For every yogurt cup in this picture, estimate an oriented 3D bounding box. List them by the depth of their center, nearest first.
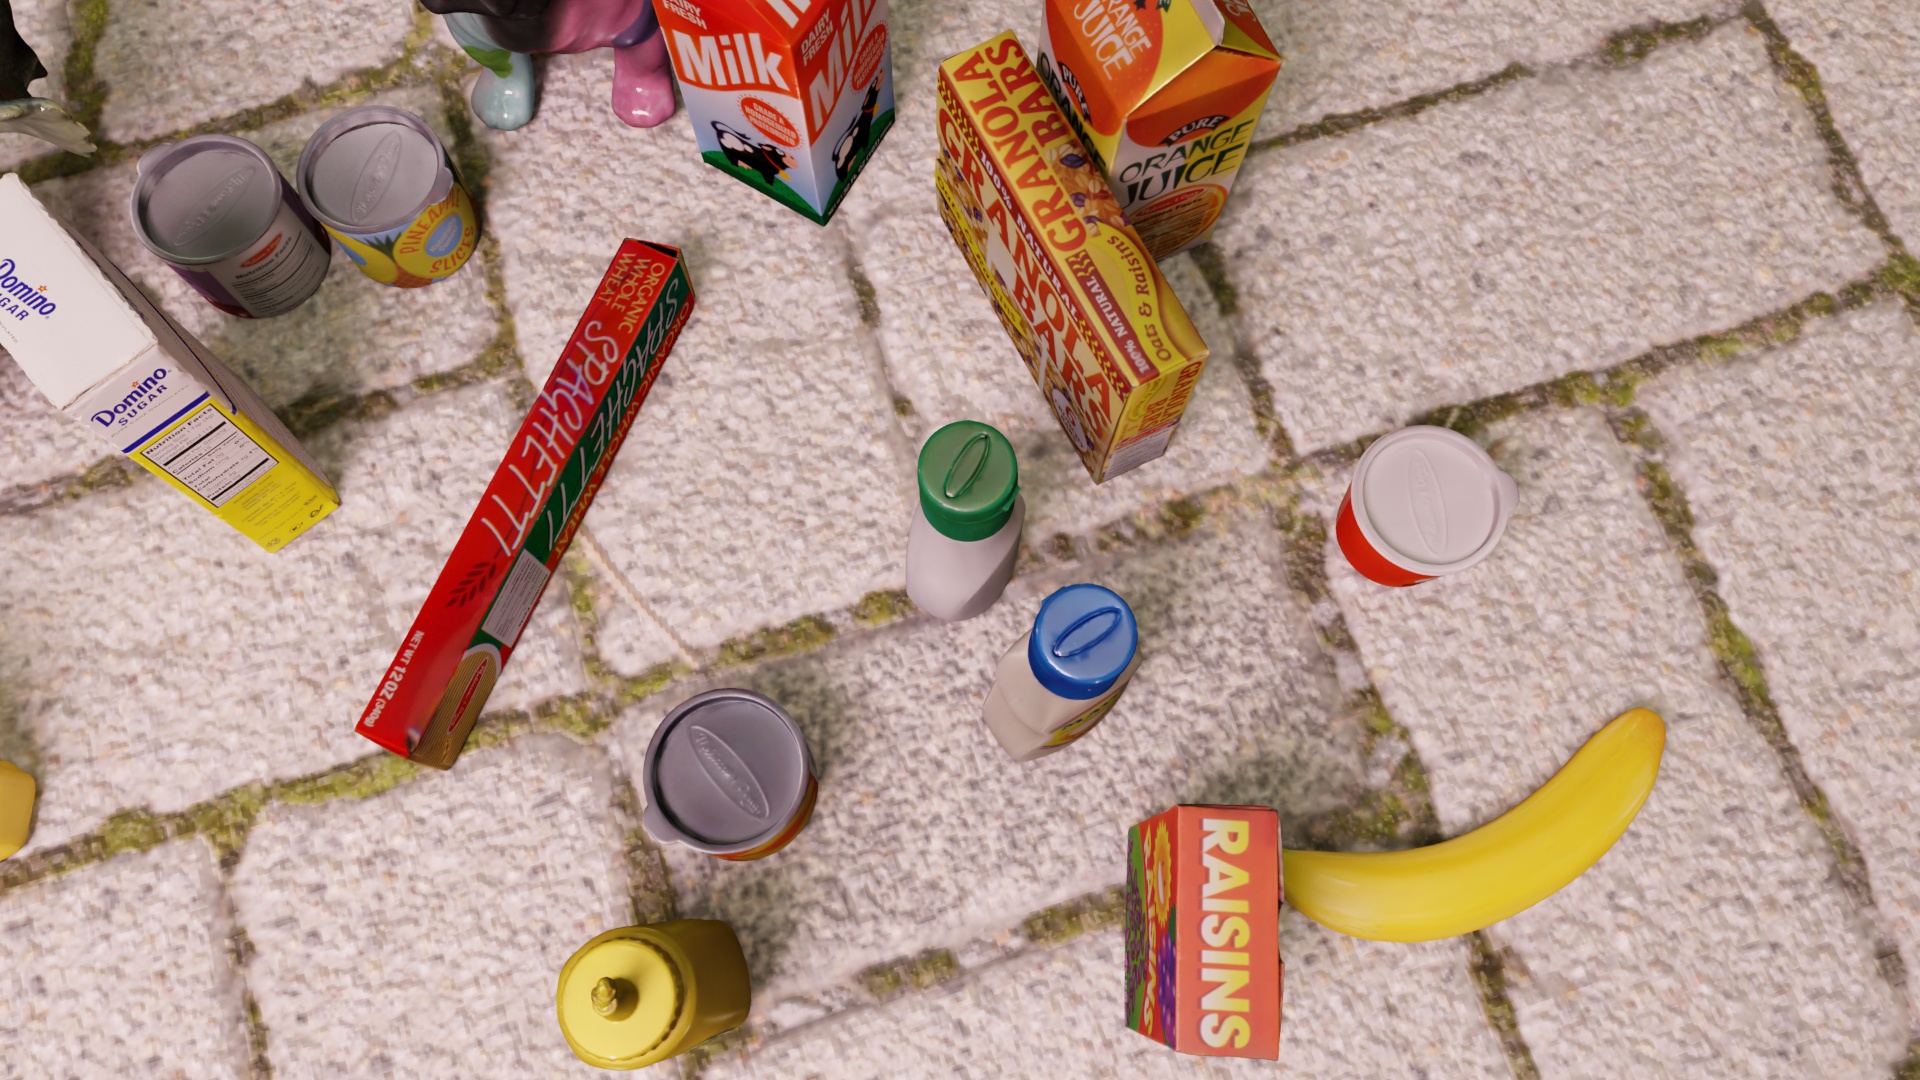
[{"bbox_3d":[0.202,-0.011,0.621,0.072,0.053,0.072,0,74,-1],"label":"yogurt cup"}]

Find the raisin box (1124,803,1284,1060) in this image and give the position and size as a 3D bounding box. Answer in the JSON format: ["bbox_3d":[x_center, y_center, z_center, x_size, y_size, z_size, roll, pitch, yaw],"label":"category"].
[{"bbox_3d":[0.091,0.150,0.534,0.040,0.123,0.086,4,74,0],"label":"raisin box"}]

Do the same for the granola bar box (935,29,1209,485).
[{"bbox_3d":[0.042,-0.118,0.612,0.039,0.124,0.166,-26,76,-8],"label":"granola bar box"}]

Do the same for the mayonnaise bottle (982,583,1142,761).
[{"bbox_3d":[0.042,0.052,0.549,0.065,0.147,0.041,-33,77,-10],"label":"mayonnaise bottle"}]

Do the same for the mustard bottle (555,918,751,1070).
[{"bbox_3d":[-0.116,0.166,0.506,0.065,0.159,0.049,-16,75,-5],"label":"mustard bottle"}]

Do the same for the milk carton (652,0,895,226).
[{"bbox_3d":[-0.079,-0.224,0.606,0.073,0.190,0.072,29,76,7],"label":"milk carton"}]

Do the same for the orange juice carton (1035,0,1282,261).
[{"bbox_3d":[0.079,-0.191,0.599,0.073,0.192,0.072,-23,76,-7],"label":"orange juice carton"}]

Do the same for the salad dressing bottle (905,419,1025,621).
[{"bbox_3d":[0.002,-0.007,0.566,0.044,0.147,0.064,29,76,7],"label":"salad dressing bottle"}]

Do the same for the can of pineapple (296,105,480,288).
[{"bbox_3d":[-0.265,-0.159,0.652,0.071,0.057,0.071,0,74,-1],"label":"can of pineapple"}]

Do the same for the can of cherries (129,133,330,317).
[{"bbox_3d":[-0.339,-0.147,0.646,0.071,0.058,0.071,0,74,-1],"label":"can of cherries"}]

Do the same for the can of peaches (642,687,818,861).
[{"bbox_3d":[-0.096,0.100,0.579,0.071,0.058,0.071,0,74,-1],"label":"can of peaches"}]

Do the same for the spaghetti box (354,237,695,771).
[{"bbox_3d":[-0.186,-0.020,0.617,0.029,0.050,0.251,22,74,5],"label":"spaghetti box"}]
